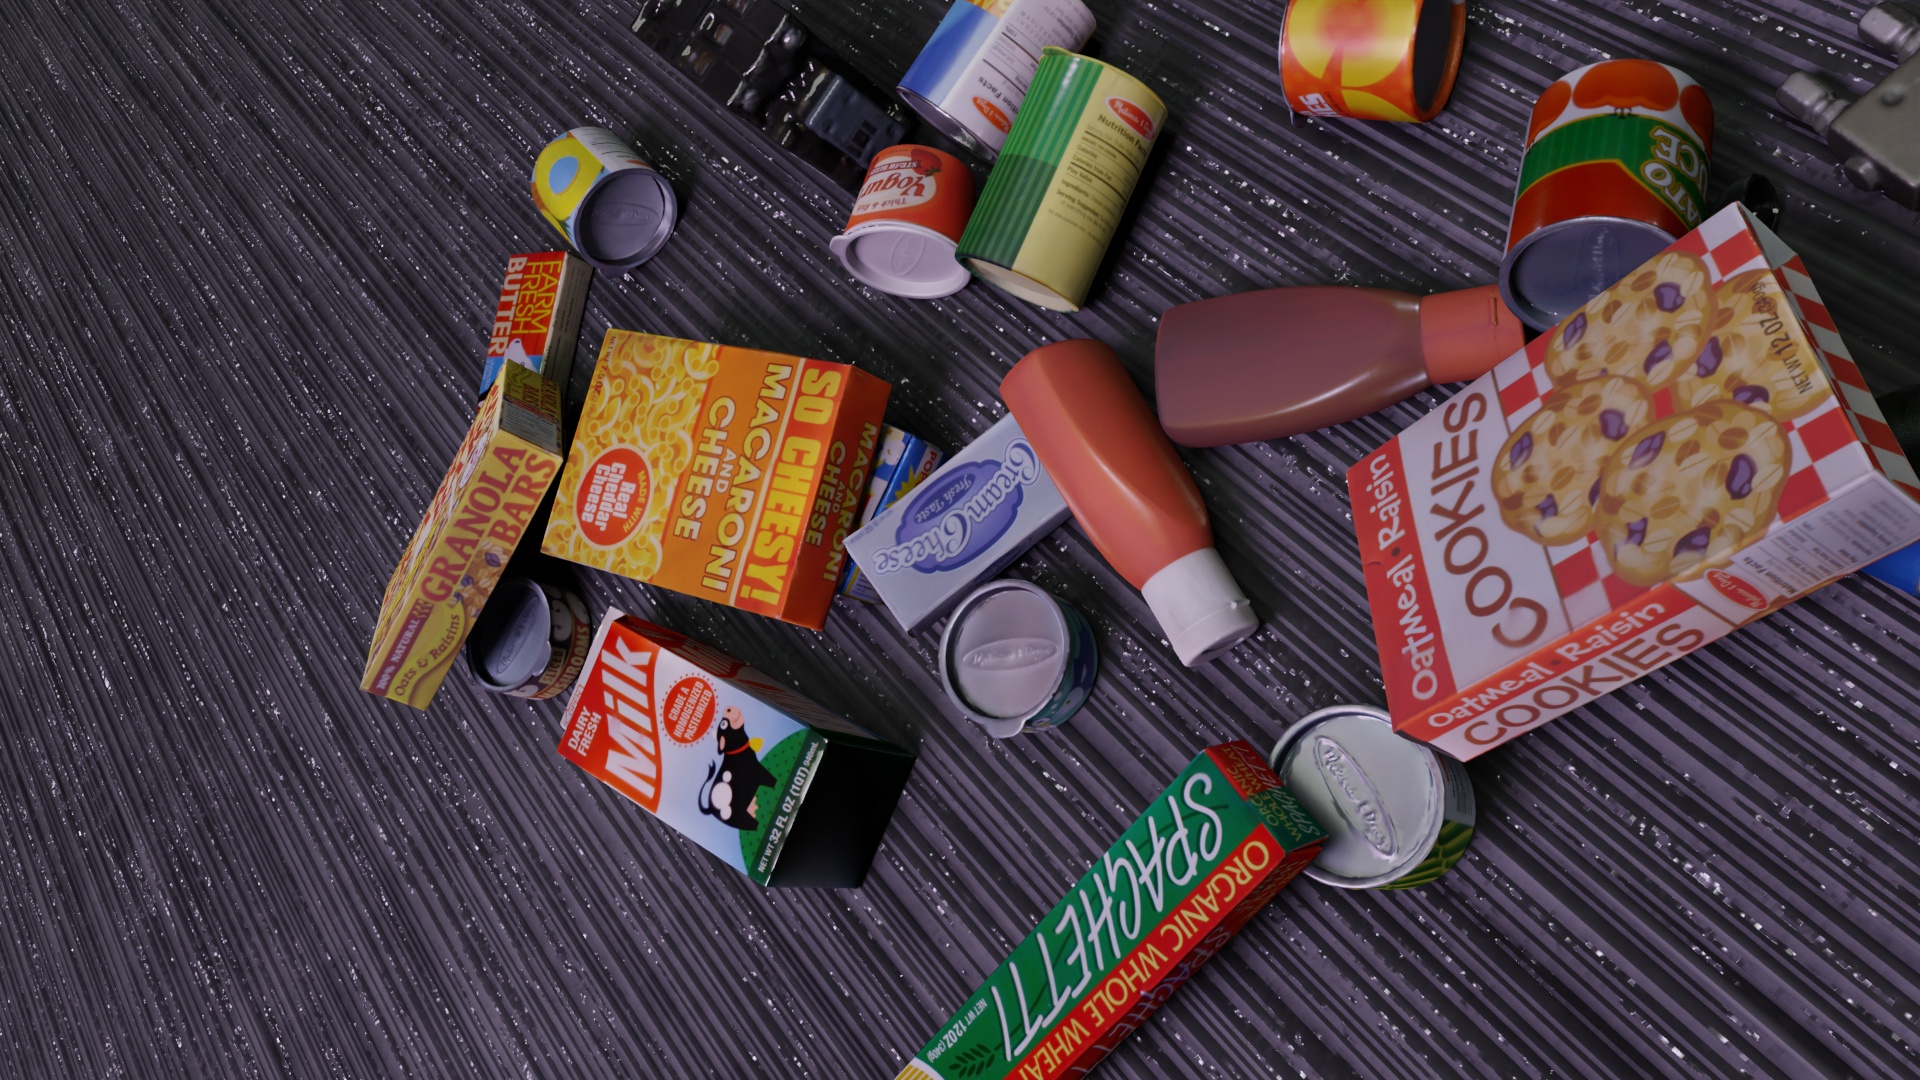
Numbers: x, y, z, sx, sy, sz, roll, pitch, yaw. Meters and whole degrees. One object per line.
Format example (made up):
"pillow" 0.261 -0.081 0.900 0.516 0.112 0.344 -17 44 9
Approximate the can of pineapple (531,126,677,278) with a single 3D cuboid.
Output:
"can of pineapple" -0.211 -0.200 0.819 0.071 0.071 0.058 -52 57 9

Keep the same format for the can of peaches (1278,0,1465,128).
"can of peaches" 0.176 -0.211 0.592 0.058 0.071 0.071 15 84 33

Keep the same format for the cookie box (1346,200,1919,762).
"cookie box" 0.212 -0.016 0.469 0.166 0.040 0.123 -40 33 39

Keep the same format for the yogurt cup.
"yogurt cup" -0.023 -0.161 0.698 0.072 0.072 0.054 -2 68 31

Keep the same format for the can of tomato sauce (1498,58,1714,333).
"can of tomato sauce" 0.241 -0.126 0.514 0.071 0.071 0.083 2 58 31

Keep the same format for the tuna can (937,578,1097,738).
"tuna can" 0.026 0.055 0.624 0.071 0.033 0.071 -9 72 29

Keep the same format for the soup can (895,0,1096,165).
"soup can" 0.017 -0.241 0.695 0.071 0.071 0.083 39 97 33

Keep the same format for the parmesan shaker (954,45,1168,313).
"parmesan shaker" 0.044 -0.168 0.654 0.071 0.071 0.103 25 90 33

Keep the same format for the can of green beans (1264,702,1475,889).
"can of green beans" 0.154 0.097 0.521 0.071 0.058 0.071 -9 72 29

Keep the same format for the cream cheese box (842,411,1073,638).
"cream cheese box" 0.002 -0.008 0.640 0.104 0.024 0.053 -38 73 -1

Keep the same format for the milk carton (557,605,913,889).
"milk carton" -0.125 0.096 0.678 0.191 0.073 0.072 23 89 34

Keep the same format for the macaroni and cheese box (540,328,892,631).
"macaroni and cheese box" -0.123 -0.034 0.687 0.166 0.040 0.124 12 85 33

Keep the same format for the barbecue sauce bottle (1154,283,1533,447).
"barbecue sauce bottle" 0.157 -0.078 0.578 0.148 0.043 0.065 -6 71 29

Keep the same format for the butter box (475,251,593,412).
"butter box" -0.261 -0.125 0.852 0.053 0.024 0.103 3 78 31

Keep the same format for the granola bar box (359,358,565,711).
"granola bar box" -0.274 -0.006 0.774 0.165 0.039 0.124 -58 26 13

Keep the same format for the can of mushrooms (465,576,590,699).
"can of mushrooms" -0.242 0.057 0.783 0.071 0.033 0.071 -9 71 28

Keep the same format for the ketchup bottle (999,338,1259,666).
"ketchup bottle" 0.076 -0.018 0.600 0.043 0.065 0.149 -45 64 38

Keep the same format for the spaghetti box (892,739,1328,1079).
"spaghetti box" 0.043 0.177 0.543 0.249 0.029 0.050 -54 56 26

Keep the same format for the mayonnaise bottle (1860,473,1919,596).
"mayonnaise bottle" 0.344 0.020 0.428 0.148 0.065 0.041 37 99 43

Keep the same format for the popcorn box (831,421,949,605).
"popcorn box" -0.077 -0.030 0.707 0.127 0.038 0.085 25 91 33
